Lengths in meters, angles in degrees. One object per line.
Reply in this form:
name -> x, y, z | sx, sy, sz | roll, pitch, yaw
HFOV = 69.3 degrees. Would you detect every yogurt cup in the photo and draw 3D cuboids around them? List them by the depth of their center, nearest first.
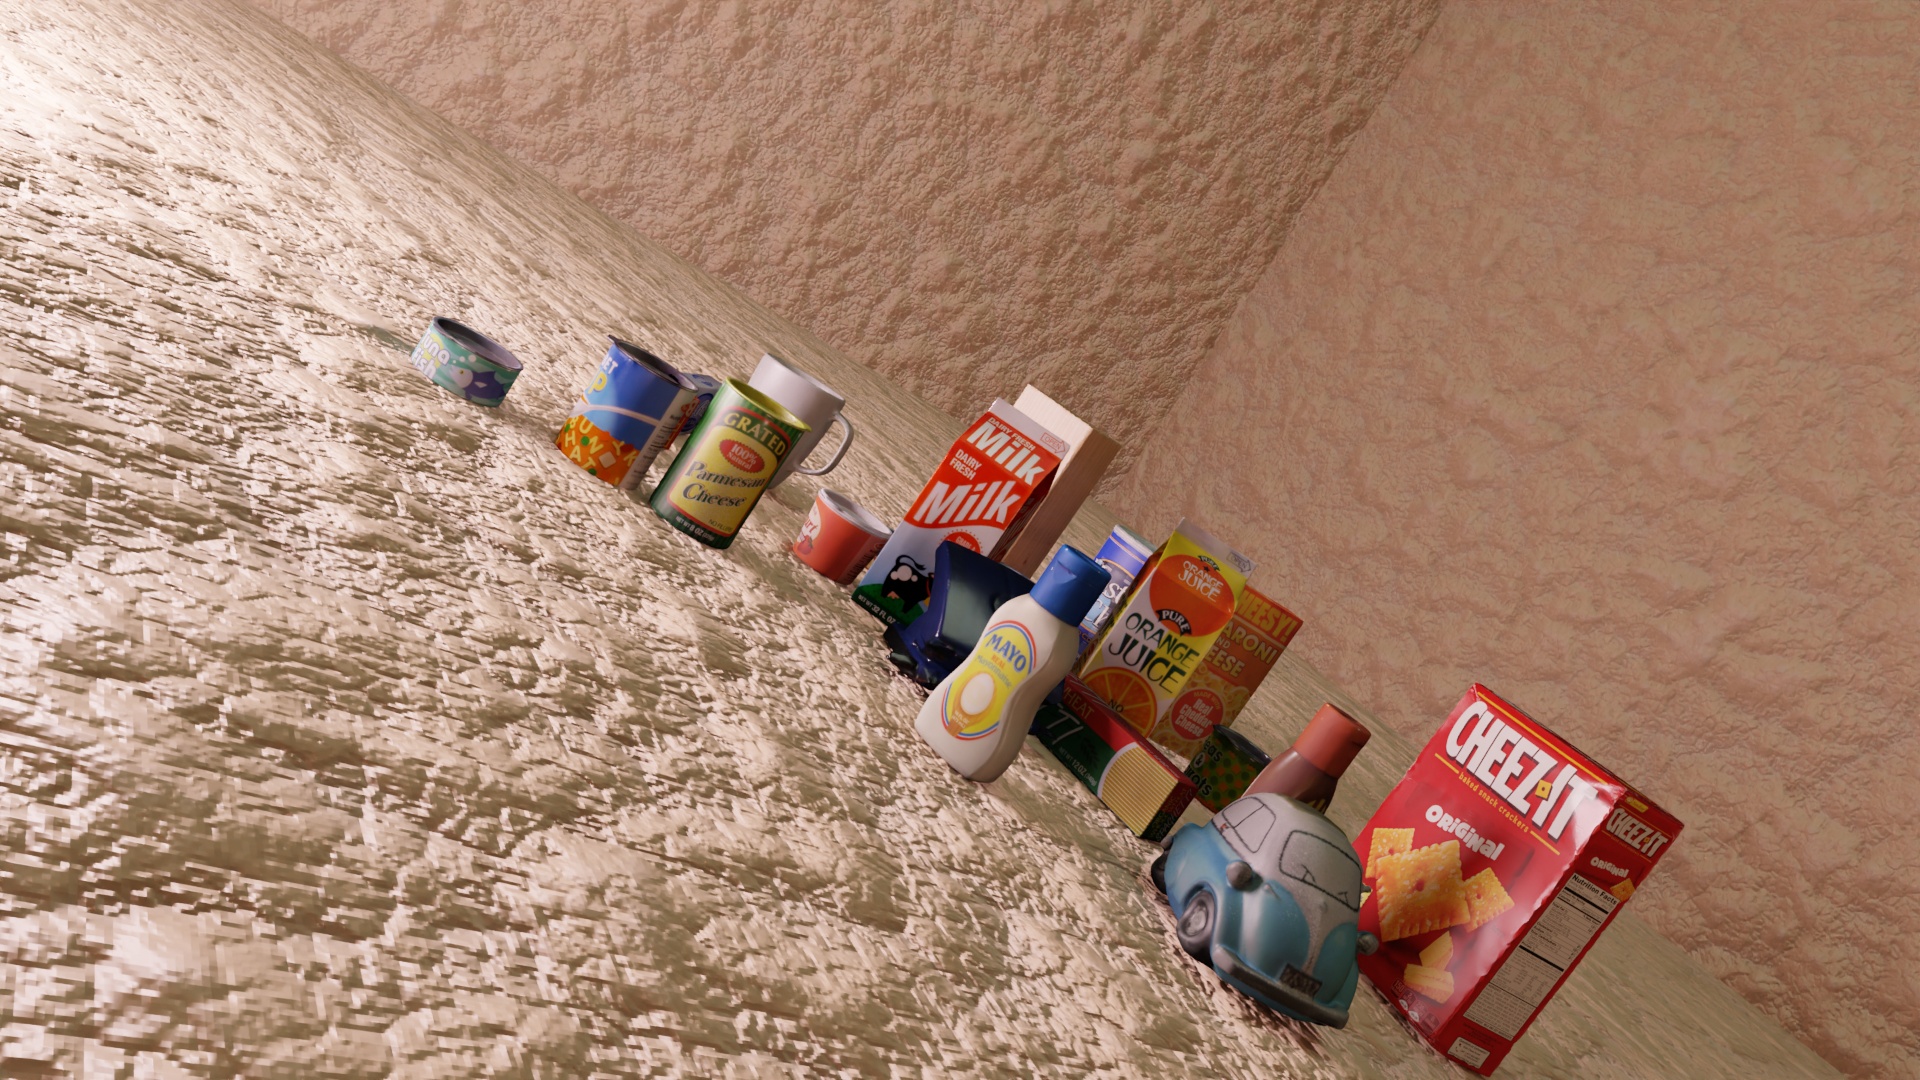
yogurt cup -> -0.096, -0.001, 1.098 | 0.072, 0.054, 0.072 | 33, 8, -5

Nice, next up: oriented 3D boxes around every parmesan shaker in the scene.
parmesan shaker -> -0.160, -0.052, 0.967 | 0.071, 0.103, 0.071 | 33, 8, -5

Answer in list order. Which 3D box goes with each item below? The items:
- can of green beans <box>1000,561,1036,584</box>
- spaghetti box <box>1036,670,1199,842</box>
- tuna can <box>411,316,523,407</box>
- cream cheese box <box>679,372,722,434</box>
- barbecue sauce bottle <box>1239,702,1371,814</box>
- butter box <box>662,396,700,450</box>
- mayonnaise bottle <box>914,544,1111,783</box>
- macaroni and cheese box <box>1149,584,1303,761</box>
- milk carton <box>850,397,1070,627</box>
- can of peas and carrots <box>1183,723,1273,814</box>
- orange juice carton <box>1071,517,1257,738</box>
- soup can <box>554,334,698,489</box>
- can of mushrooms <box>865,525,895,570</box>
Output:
can of green beans -> 0.041, 0.060, 1.262 | 0.071, 0.057, 0.071 | 33, 8, -5
spaghetti box -> 0.075, 0.126, 1.029 | 0.028, 0.050, 0.251 | 26, 11, -45
tuna can -> -0.335, -0.121, 0.938 | 0.071, 0.033, 0.071 | 33, 8, -5
cream cheese box -> -0.242, -0.120, 1.226 | 0.024, 0.053, 0.104 | 34, 8, 4
barbecue sauce bottle -> 0.215, 0.177, 0.925 | 0.065, 0.148, 0.044 | 27, 10, -43
butter box -> -0.251, -0.104, 1.095 | 0.024, 0.053, 0.103 | 36, 8, 18
mayonnaise bottle -> 0.035, 0.072, 0.842 | 0.065, 0.148, 0.041 | 39, 9, 33
macaroni and cheese box -> 0.216, 0.108, 1.278 | 0.123, 0.166, 0.040 | 31, 8, -18
milk carton -> 0.004, -0.013, 1.072 | 0.072, 0.190, 0.073 | 35, 7, 10
can of peas and carrots -> 0.226, 0.197, 1.175 | 0.071, 0.058, 0.071 | 33, 8, -5
orange juice carton -> 0.151, 0.079, 1.097 | 0.072, 0.192, 0.073 | 34, 7, -1
soup can -> -0.234, -0.089, 0.963 | 0.071, 0.083, 0.071 | 33, 8, -5
can of mushrooms -> -0.067, 0.010, 1.219 | 0.071, 0.033, 0.071 | 33, 8, -5
